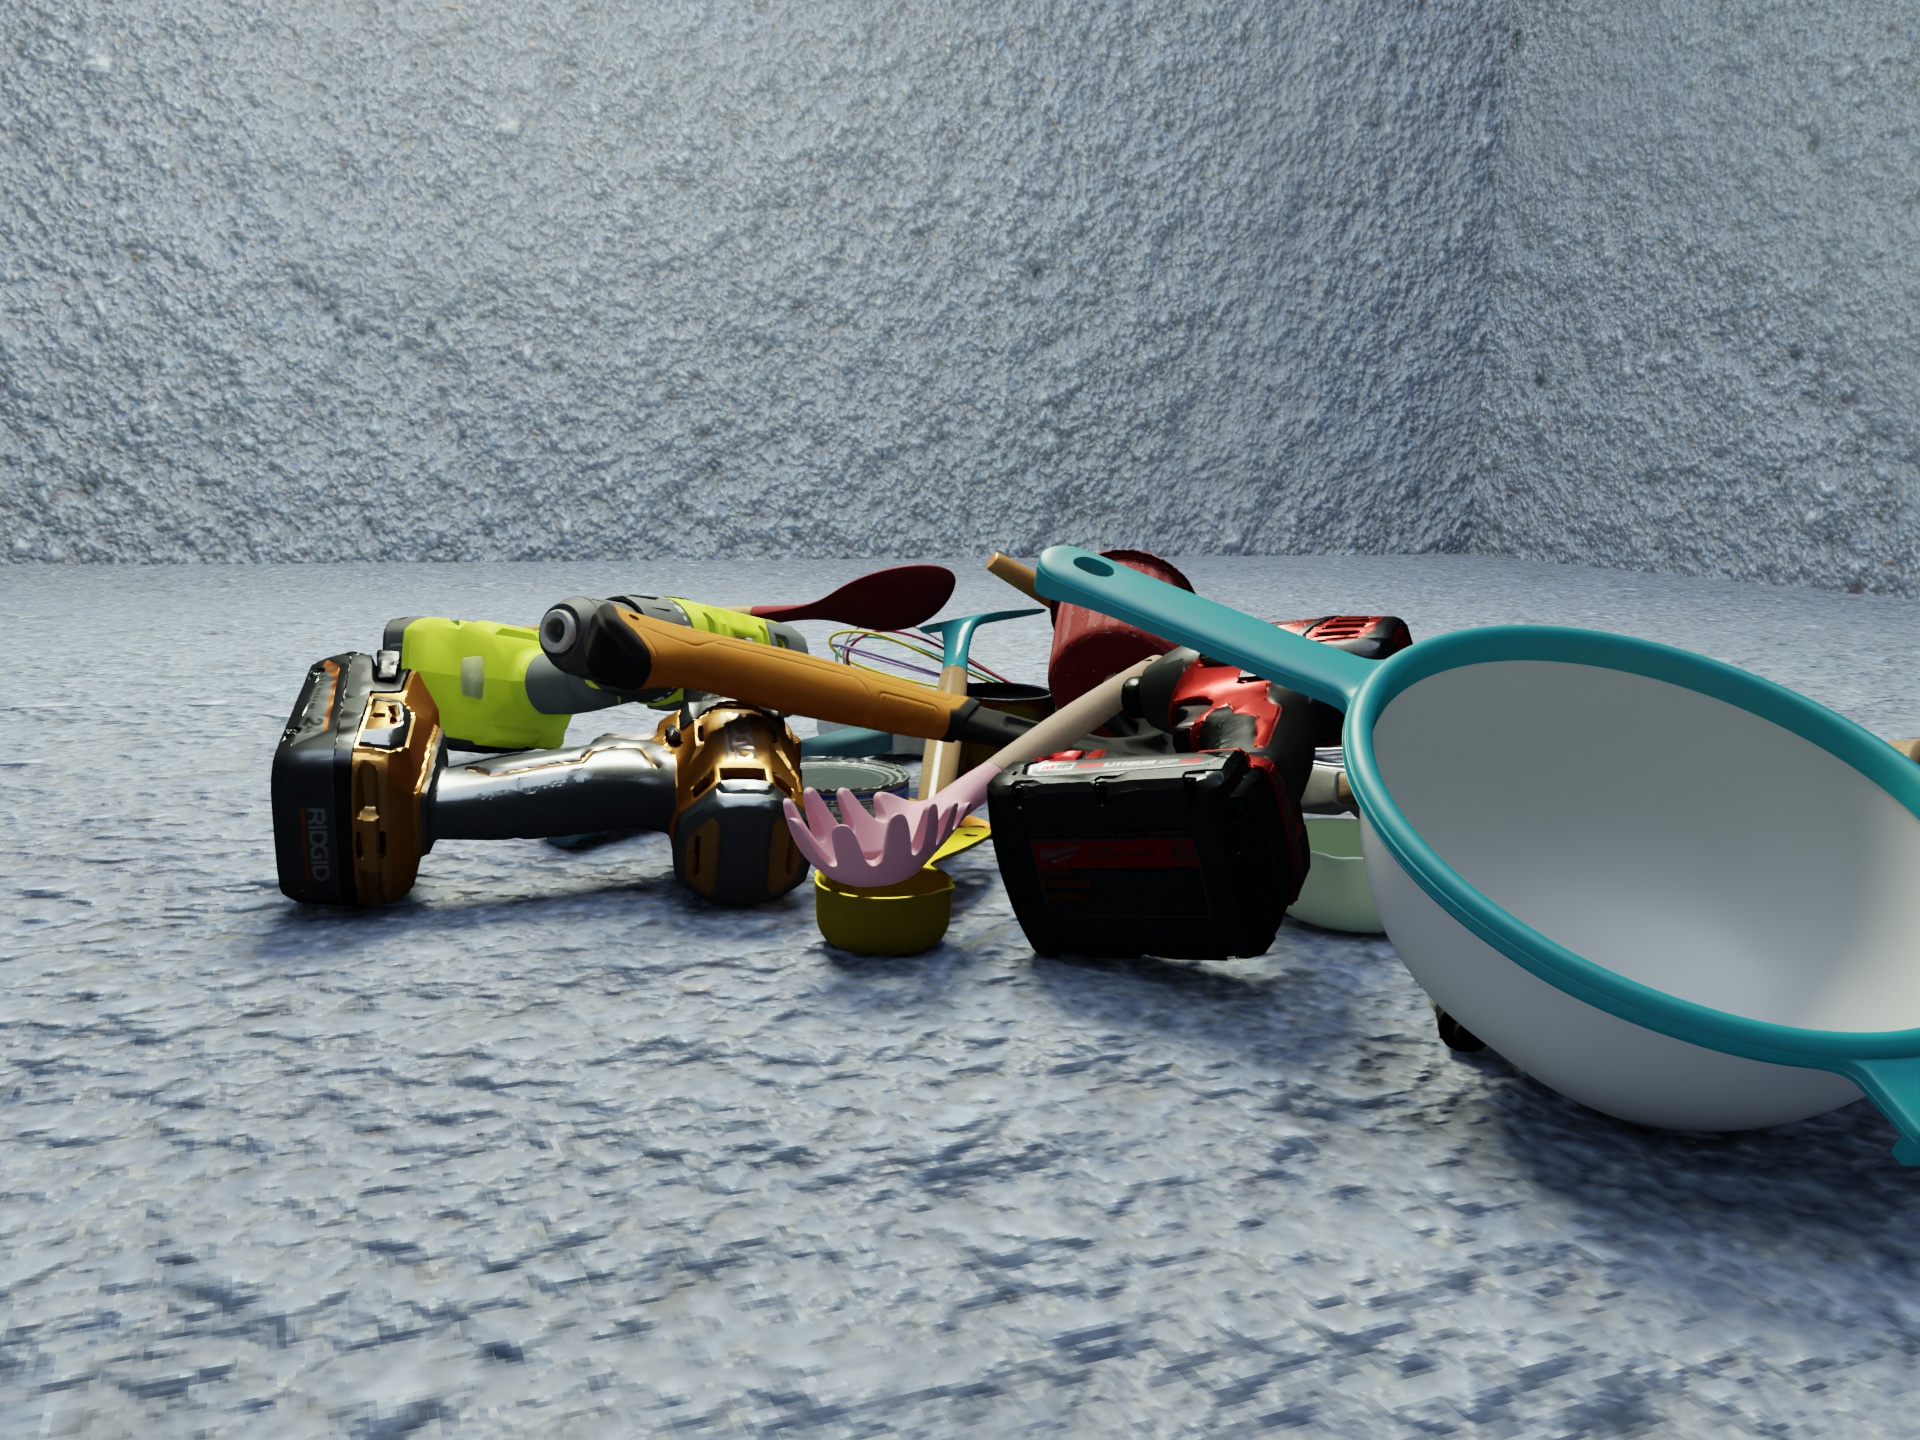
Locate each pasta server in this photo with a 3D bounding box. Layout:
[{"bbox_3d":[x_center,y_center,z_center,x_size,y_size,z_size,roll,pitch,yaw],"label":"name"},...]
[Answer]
[{"bbox_3d":[0.027,0.010,0.732,0.060,0.040,0.316,5,20,31],"label":"pasta server"}]

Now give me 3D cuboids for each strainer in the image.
[{"bbox_3d":[0.167,0.036,0.548,0.340,0.095,0.211,25,38,24],"label":"strainer"}]

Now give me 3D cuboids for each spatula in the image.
[{"bbox_3d":[0.158,-0.037,1.049,0.322,0.041,0.081,28,-8,-19],"label":"spatula"},{"bbox_3d":[-0.001,-0.003,0.892,0.082,0.044,0.318,-8,30,10],"label":"spatula"}]

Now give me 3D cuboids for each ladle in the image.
[{"bbox_3d":[-0.152,-0.064,0.999,0.315,0.031,0.069,-4,-18,21],"label":"ladle"}]

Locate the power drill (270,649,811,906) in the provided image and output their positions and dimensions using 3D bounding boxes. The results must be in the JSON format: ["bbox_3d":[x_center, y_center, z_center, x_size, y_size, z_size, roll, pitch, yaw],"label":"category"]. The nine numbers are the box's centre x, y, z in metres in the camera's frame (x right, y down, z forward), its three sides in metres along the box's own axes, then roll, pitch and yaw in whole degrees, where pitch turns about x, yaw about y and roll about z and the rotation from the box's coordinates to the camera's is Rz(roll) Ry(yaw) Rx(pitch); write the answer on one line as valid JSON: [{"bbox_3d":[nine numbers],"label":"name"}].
[{"bbox_3d":[-0.188,0.016,0.749,0.226,0.084,0.186,1,27,-12],"label":"power drill"}]

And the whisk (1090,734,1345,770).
[{"bbox_3d":[0.154,0.011,0.941,0.246,0.057,0.059,-7,13,35],"label":"whisk"}]

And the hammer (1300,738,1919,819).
[{"bbox_3d":[0.263,0.029,0.716,0.130,0.031,0.331,5,-6,-33],"label":"hammer"}]

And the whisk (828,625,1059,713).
[{"bbox_3d":[0.031,-0.017,1.049,0.245,0.047,0.051,16,36,-6],"label":"whisk"}]

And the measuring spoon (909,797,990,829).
[{"bbox_3d":[-0.025,0.052,0.874,0.117,0.011,0.021,14,15,38],"label":"measuring spoon"}]

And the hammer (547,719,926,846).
[{"bbox_3d":[-0.118,0.027,0.931,0.128,0.033,0.331,6,11,32],"label":"hammer"}]

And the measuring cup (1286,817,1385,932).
[{"bbox_3d":[0.134,0.067,0.724,0.168,0.038,0.083,4,10,26],"label":"measuring cup"}]

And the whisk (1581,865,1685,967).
[{"bbox_3d":[0.268,0.071,0.694,0.055,0.055,0.239,3,5,7],"label":"whisk"}]

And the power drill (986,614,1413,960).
[{"bbox_3d":[0.106,0.016,0.694,0.143,0.078,0.220,-4,22,32],"label":"power drill"}]

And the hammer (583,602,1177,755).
[{"bbox_3d":[-0.023,-0.010,0.791,0.336,0.034,0.127,13,27,-30],"label":"hammer"}]

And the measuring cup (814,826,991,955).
[{"bbox_3d":[-0.016,0.072,0.702,0.062,0.029,0.156,5,8,19],"label":"measuring cup"}]

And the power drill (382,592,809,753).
[{"bbox_3d":[-0.228,-0.030,0.928,0.228,0.080,0.190,-5,-8,30],"label":"power drill"}]
